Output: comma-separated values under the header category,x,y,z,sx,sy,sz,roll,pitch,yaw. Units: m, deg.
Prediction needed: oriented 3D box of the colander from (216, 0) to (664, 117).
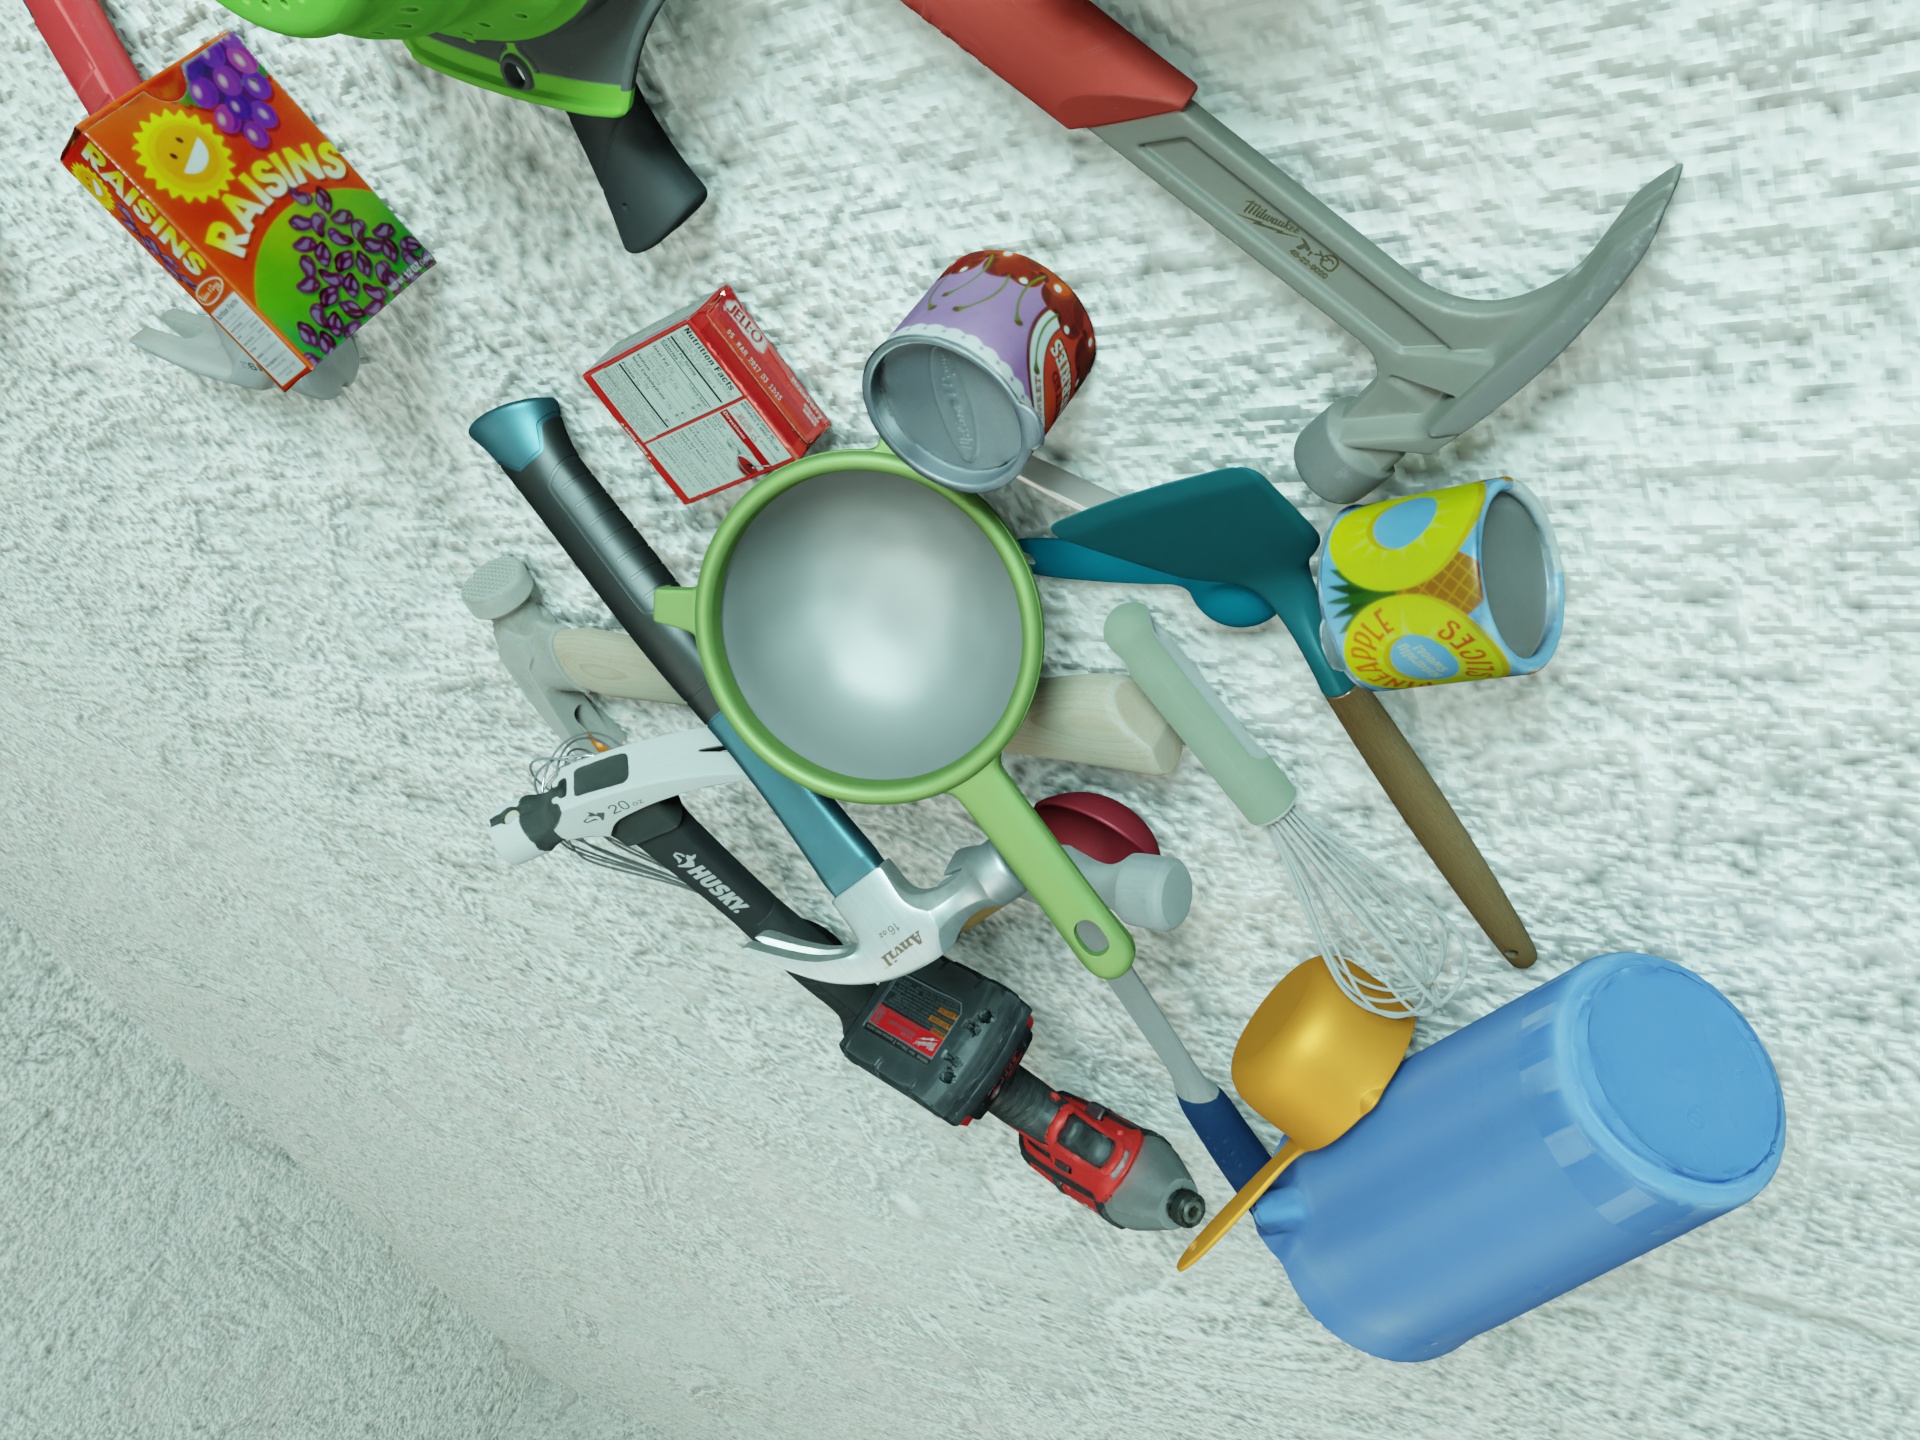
category,x,y,z,sx,sy,sz,roll,pitch,yaw
colander,-0.189,-0.317,0.387,0.204,0.094,0.396,22,146,22

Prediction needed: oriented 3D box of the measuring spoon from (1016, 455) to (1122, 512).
category,x,y,z,sx,sy,sz,roll,pitch,yaw
measuring spoon,0.029,-0.102,0.612,0.124,0.034,0.018,27,128,1

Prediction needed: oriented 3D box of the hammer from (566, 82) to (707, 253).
category,x,y,z,sx,sy,sz,roll,pitch,yaw
hammer,-0.180,-0.329,0.488,0.149,0.036,0.408,9,140,33

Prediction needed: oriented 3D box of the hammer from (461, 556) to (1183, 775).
category,x,y,z,sx,sy,sz,roll,pitch,yaw
hammer,-0.077,-0.007,0.811,0.411,0.038,0.146,8,141,33

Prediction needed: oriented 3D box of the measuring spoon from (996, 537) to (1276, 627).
category,x,y,z,sx,sy,sz,roll,pitch,yaw
measuring spoon,0.068,-0.056,0.638,0.129,0.021,0.042,9,140,29

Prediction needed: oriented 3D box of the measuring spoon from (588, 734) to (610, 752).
category,x,y,z,sx,sy,sz,roll,pitch,yaw
measuring spoon,-0.242,-0.021,0.951,0.021,0.011,0.116,2,136,38

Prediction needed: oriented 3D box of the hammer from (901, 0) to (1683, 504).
category,x,y,z,sx,sy,sz,roll,pitch,yaw
hammer,0.025,-0.209,0.467,0.359,0.037,0.149,36,146,-6

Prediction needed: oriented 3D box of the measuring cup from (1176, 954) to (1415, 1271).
category,x,y,z,sx,sy,sz,roll,pitch,yaw
measuring cup,0.144,0.188,0.769,0.052,0.173,0.095,39,-174,0

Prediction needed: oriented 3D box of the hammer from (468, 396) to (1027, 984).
category,x,y,z,sx,sy,sz,roll,pitch,yaw
hammer,-0.116,-0.018,0.745,0.128,0.033,0.331,-38,88,14

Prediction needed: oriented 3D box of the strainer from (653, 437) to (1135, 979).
category,x,y,z,sx,sy,sz,roll,pitch,yaw
strainer,-0.001,-0.002,0.687,0.151,0.069,0.256,-35,96,21

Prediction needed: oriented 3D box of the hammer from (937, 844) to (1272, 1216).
category,x,y,z,sx,sy,sz,roll,pitch,yaw
hammer,0.121,0.195,0.873,0.144,0.035,0.405,4,142,37

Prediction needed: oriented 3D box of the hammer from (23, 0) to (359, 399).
category,x,y,z,sx,sy,sz,roll,pitch,yaw
hammer,-0.399,-0.312,0.689,0.143,0.038,0.385,17,143,26

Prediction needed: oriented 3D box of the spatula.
category,x,y,z,sx,sy,sz,roll,pitch,yaw
spatula,0.155,0.011,0.618,0.082,0.044,0.317,-13,131,40

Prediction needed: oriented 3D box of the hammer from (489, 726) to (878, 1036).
category,x,y,z,sx,sy,sz,roll,pitch,yaw
hammer,-0.106,0.111,0.906,0.146,0.035,0.334,-23,140,13

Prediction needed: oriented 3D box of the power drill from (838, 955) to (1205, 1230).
category,x,y,z,sx,sy,sz,roll,pitch,yaw
power drill,0.046,0.229,0.936,0.219,0.078,0.143,43,164,-31

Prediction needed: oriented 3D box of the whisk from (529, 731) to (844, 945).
category,x,y,z,sx,sy,sz,roll,pitch,yaw
whisk,-0.150,0.092,0.947,0.070,0.070,0.284,3,151,38

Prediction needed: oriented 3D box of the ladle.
category,x,y,z,sx,sy,sz,roll,pitch,yaw
ladle,0.019,0.097,0.873,0.069,0.031,0.315,37,148,-8

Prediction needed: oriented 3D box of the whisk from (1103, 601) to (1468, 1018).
category,x,y,z,sx,sy,sz,roll,pitch,yaw
whisk,0.141,0.042,0.691,0.059,0.058,0.246,-35,109,18
